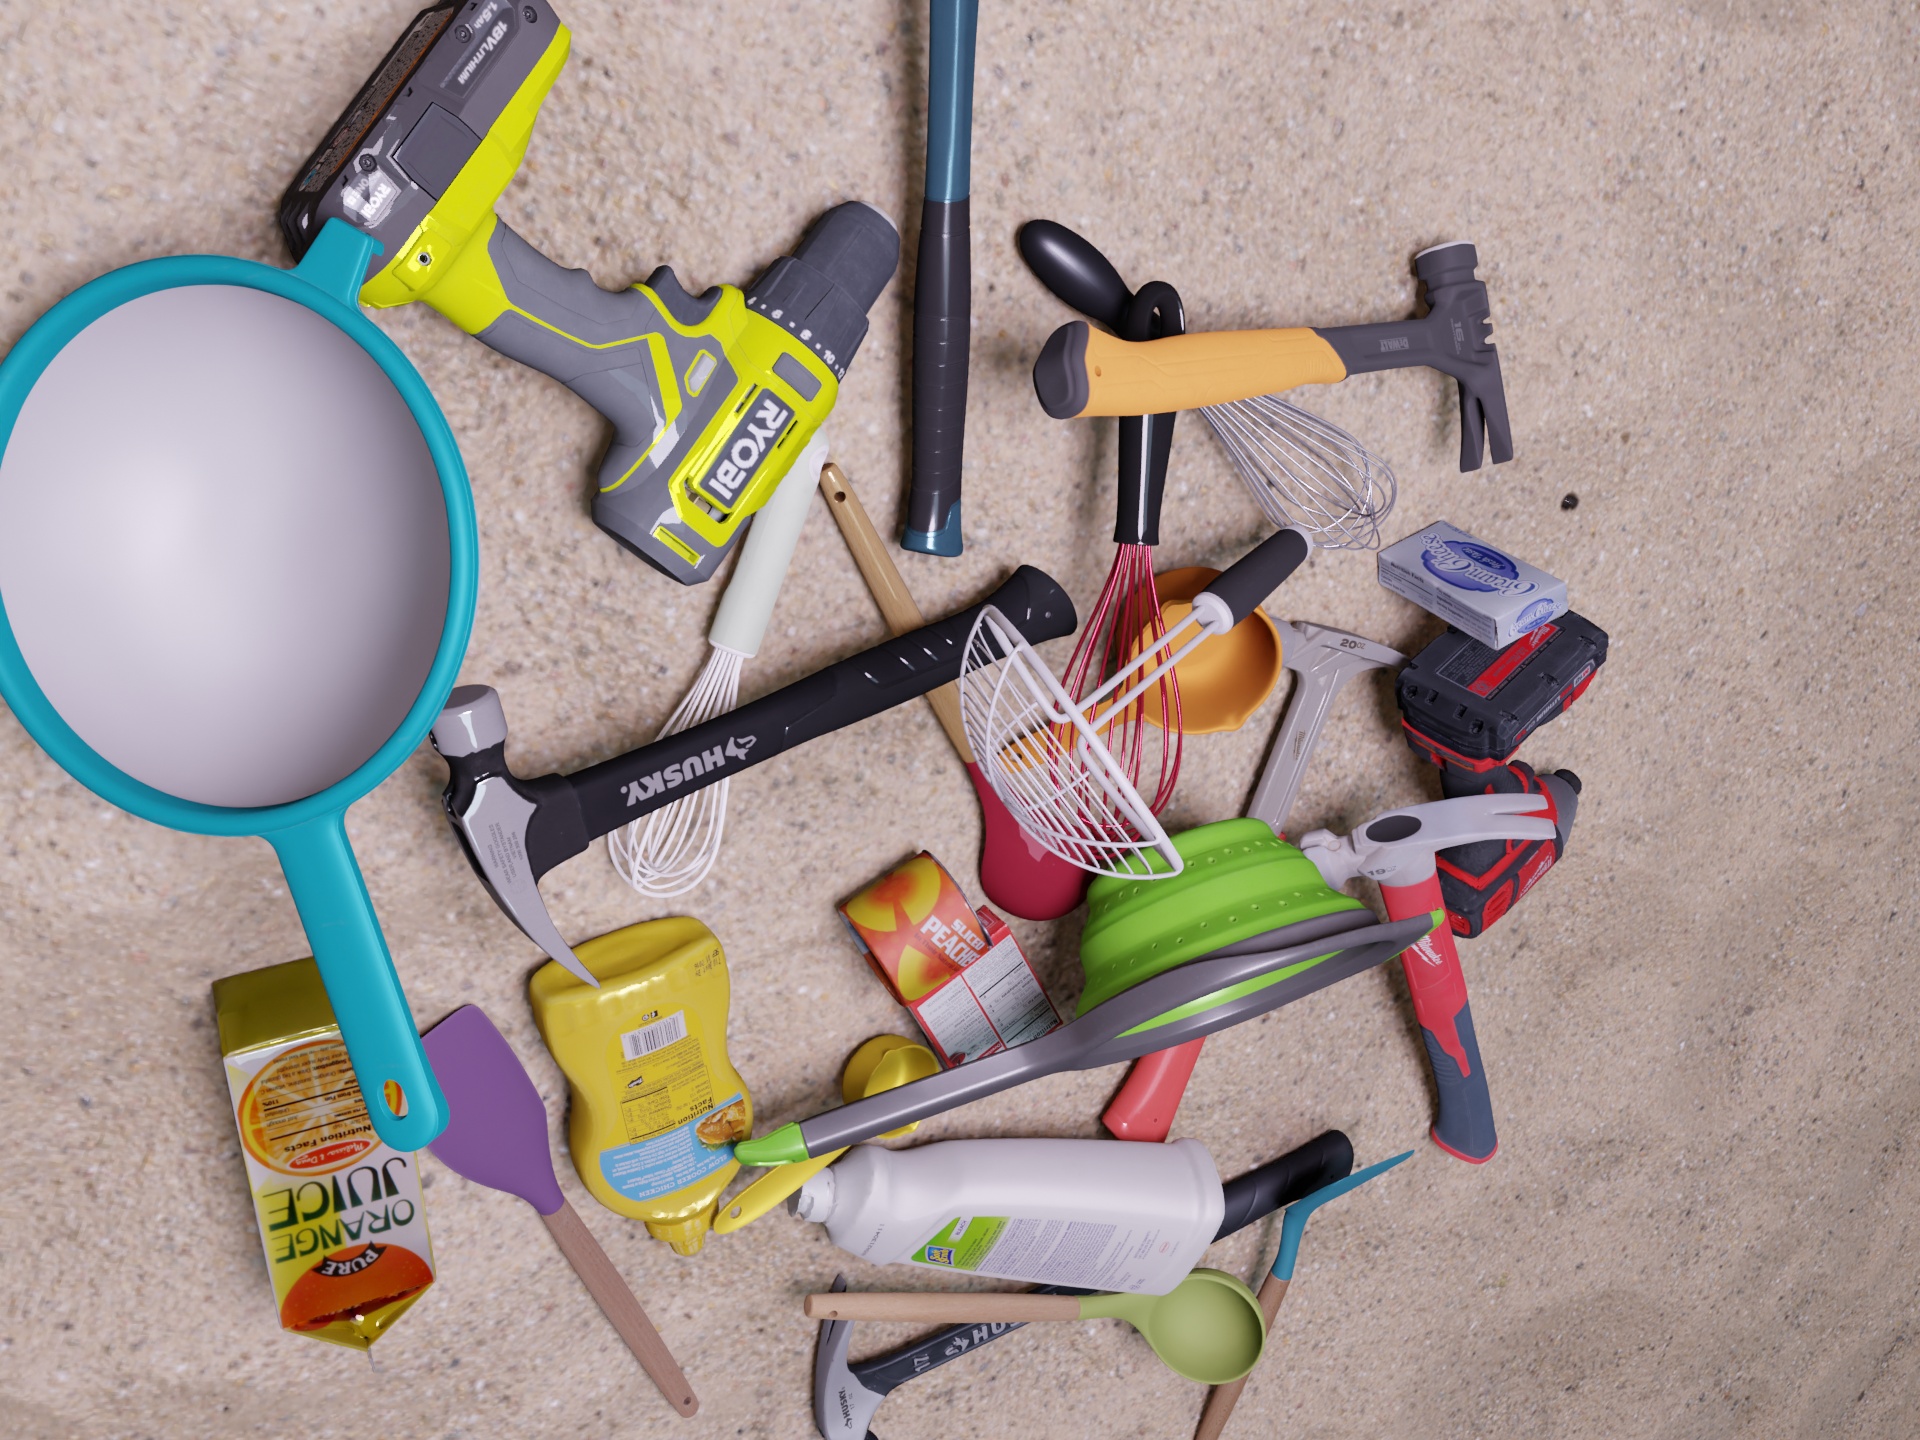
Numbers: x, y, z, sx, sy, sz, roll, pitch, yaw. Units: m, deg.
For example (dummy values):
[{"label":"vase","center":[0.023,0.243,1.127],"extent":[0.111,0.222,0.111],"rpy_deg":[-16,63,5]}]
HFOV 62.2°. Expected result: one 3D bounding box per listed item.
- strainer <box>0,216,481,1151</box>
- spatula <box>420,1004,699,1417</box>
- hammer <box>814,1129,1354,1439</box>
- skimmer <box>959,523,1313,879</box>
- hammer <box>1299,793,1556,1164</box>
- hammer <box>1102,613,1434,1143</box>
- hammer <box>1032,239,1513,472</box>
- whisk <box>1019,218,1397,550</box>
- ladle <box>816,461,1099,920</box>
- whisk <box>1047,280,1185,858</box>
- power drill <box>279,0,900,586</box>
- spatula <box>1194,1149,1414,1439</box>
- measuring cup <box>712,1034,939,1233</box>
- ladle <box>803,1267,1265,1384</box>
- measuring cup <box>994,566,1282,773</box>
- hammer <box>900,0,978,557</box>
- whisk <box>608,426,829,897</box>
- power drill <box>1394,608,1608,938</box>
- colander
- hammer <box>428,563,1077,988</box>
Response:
[{"label":"strainer","center":[-0.247,-0.006,0.624],"extent":[0.211,0.095,0.340],"rpy_deg":[-16,95,12]},{"label":"spatula","center":[-0.211,0.280,0.858],"extent":[0.060,0.018,0.315],"rpy_deg":[-40,125,-28]},{"label":"hammer","center":[0.091,0.360,1.049],"extent":[0.409,0.036,0.149],"rpy_deg":[-18,116,-22]},{"label":"skimmer","center":[0.111,-0.042,0.721],"extent":[0.127,0.090,0.363],"rpy_deg":[53,40,0]},{"label":"hammer","center":[0.334,0.186,1.053],"extent":[0.143,0.038,0.385],"rpy_deg":[-13,134,16]},{"label":"hammer","center":[0.177,0.114,0.994],"extent":[0.149,0.037,0.359],"rpy_deg":[12,103,-32]},{"label":"hammer","center":[0.169,-0.175,0.804],"extent":[0.337,0.034,0.127],"rpy_deg":[-15,94,-38]},{"label":"whisk","center":[0.136,-0.173,0.844],"extent":[0.284,0.070,0.070],"rpy_deg":[32,93,-30]},{"label":"ladle","center":[-0.001,-0.003,0.853],"extent":[0.069,0.031,0.315],"rpy_deg":[-26,119,3]},{"label":"whisk","center":[0.087,-0.071,0.808],"extent":[0.073,0.073,0.295],"rpy_deg":[-2,103,-28]},{"label":"power drill","center":[-0.141,-0.192,0.672],"extent":[0.228,0.080,0.190],"rpy_deg":[38,83,-37]},{"label":"spatula","center":[0.222,0.412,1.109],"extent":[0.082,0.044,0.317],"rpy_deg":[-6,123,-38]},{"label":"measuring cup","center":[-0.079,0.231,0.889],"extent":[0.156,0.029,0.062],"rpy_deg":[-32,123,-27]},{"label":"ladle","center":[0.054,0.370,0.979],"extent":[0.320,0.062,0.078],"rpy_deg":[12,109,-29]},{"label":"measuring cup","center":[0.093,-0.023,0.891],"extent":[0.173,0.052,0.095],"rpy_deg":[-27,121,12]},{"label":"hammer","center":[-0.007,-0.225,0.726],"extent":[0.033,0.128,0.330],"rpy_deg":[11,121,14]},{"label":"whisk","center":[-0.115,-0.029,0.774],"extent":[0.058,0.059,0.246],"rpy_deg":[-3,115,-75]},{"label":"power drill","center":[0.346,0.029,1.008],"extent":[0.143,0.079,0.219],"rpy_deg":[-39,138,-18]},{"label":"colander","center":[0.059,0.139,0.871],"extent":[0.397,0.095,0.204],"rpy_deg":[-17,161,-10]},{"label":"hammer","center":[-0.077,0.002,0.761],"extent":[0.335,0.035,0.146],"rpy_deg":[-25,116,-30]}]
